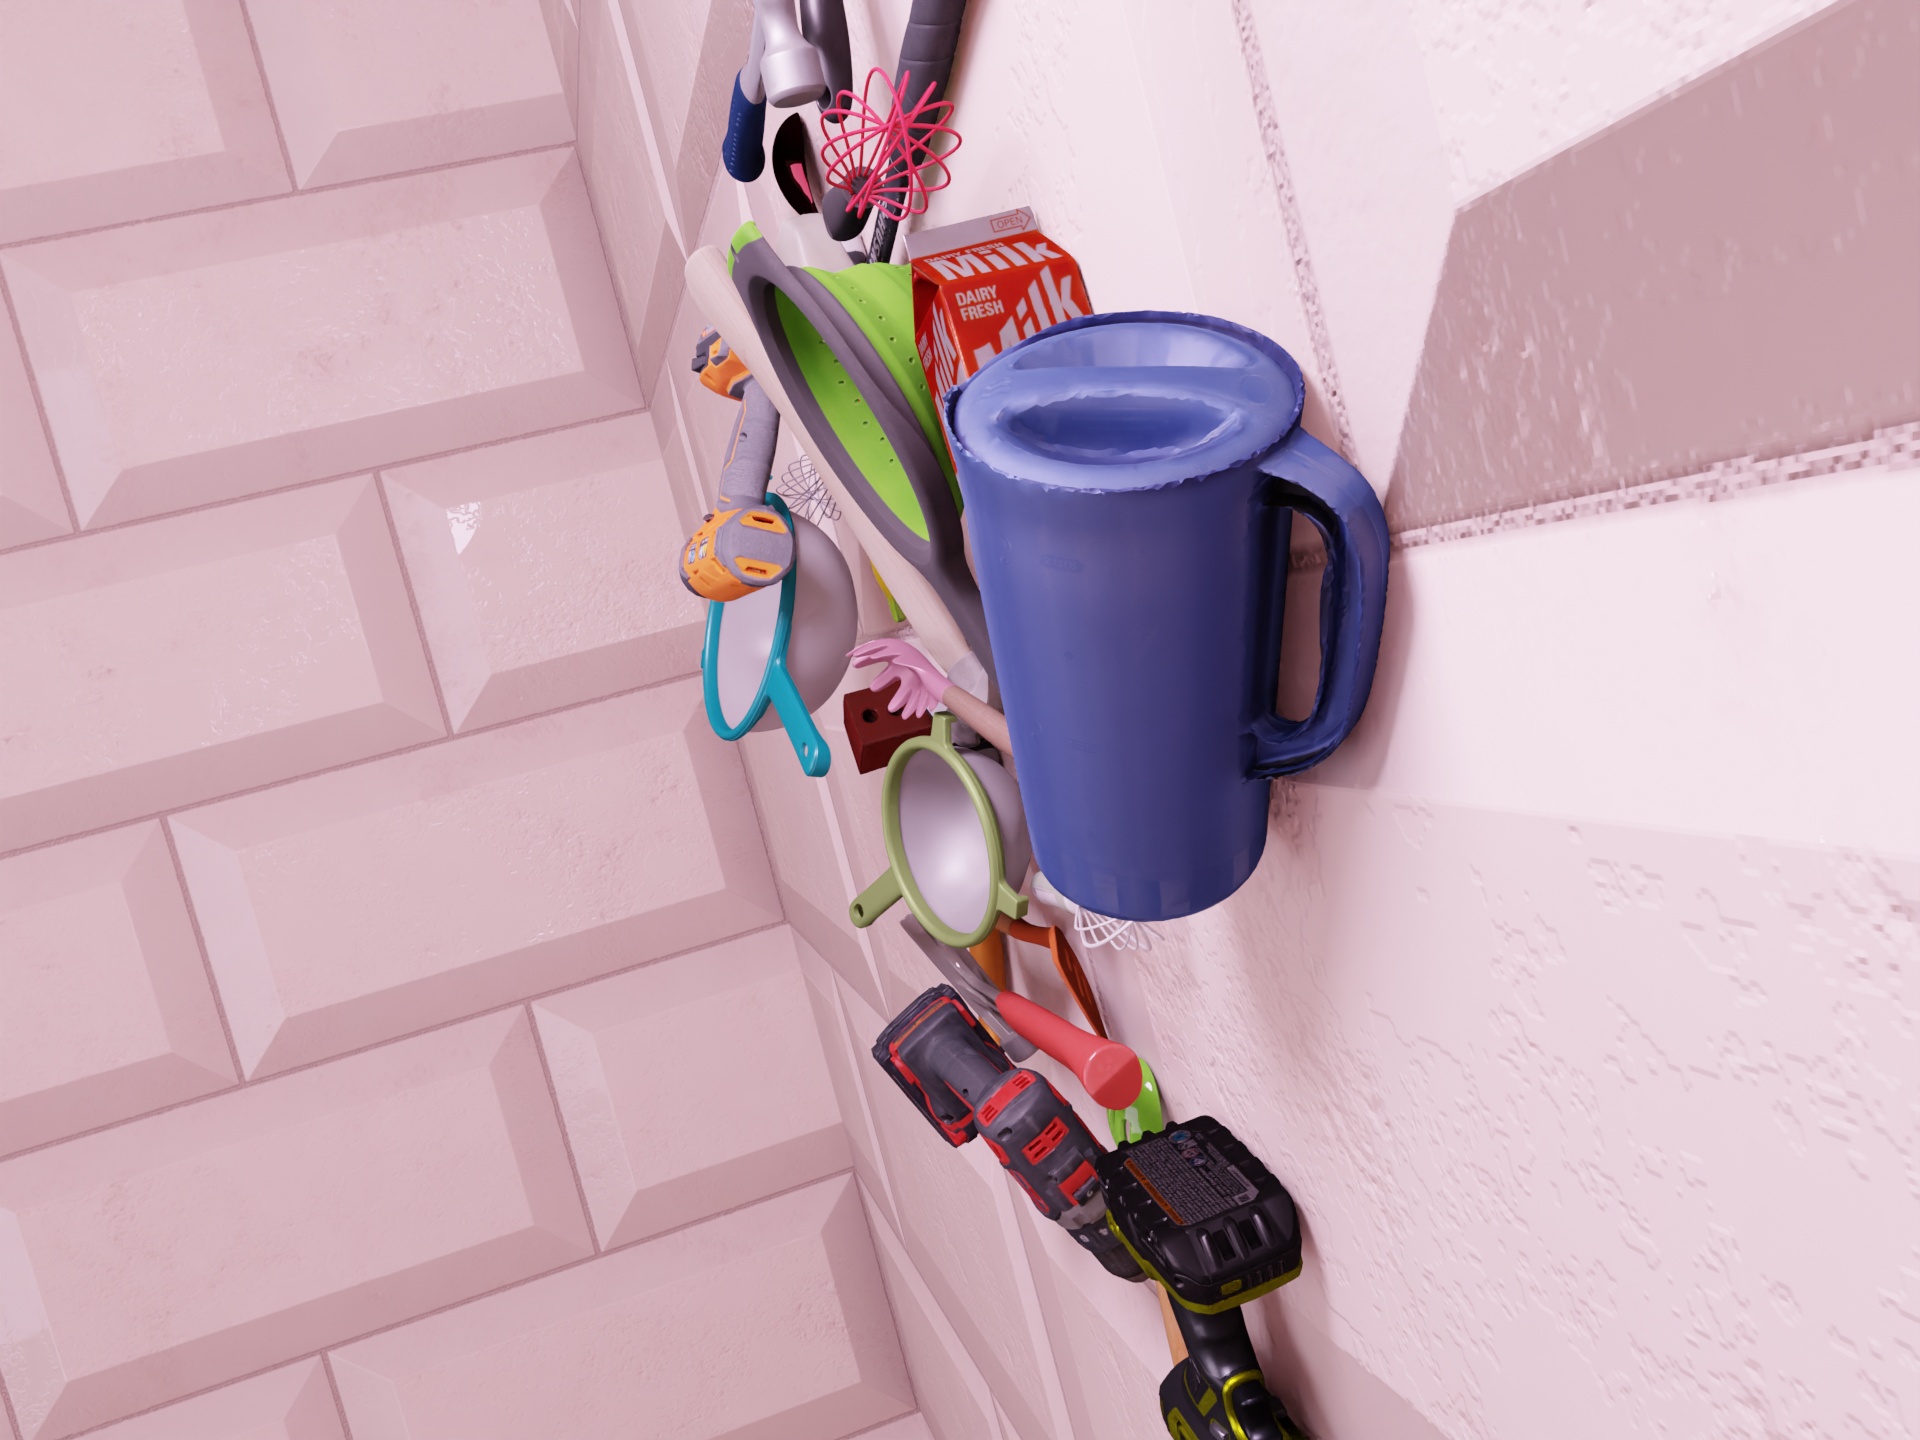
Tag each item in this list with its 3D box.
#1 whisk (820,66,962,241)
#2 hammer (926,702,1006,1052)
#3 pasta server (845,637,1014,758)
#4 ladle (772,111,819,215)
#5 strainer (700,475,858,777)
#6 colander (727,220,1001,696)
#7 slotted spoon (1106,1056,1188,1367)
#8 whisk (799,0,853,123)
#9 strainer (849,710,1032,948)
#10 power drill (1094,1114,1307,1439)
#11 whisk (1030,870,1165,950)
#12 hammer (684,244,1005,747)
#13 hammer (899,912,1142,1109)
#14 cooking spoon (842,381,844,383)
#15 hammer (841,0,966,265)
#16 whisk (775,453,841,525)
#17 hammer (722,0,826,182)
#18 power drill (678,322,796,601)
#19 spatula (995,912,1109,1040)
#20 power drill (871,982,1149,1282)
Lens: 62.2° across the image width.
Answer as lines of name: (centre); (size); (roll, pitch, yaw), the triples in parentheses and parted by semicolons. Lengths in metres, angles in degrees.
whisk: (-0.051, -0.299, 0.879); (0.296, 0.073, 0.073); (-141, 37, -76)
hammer: (0.011, 0.135, 1.290); (0.127, 0.034, 0.336); (-127, 25, -55)
pasta server: (-0.002, -0.003, 0.988); (0.060, 0.040, 0.316); (53, 173, -24)
ladle: (-0.087, -0.325, 1.191); (0.069, 0.031, 0.316); (108, 142, -66)
strainer: (-0.123, -0.049, 1.297); (0.211, 0.095, 0.341); (-69, 29, 24)
colander: (0.011, -0.124, 0.923); (0.397, 0.094, 0.204); (58, 171, -10)
slotted spoon: (0.138, 0.368, 1.058); (0.070, 0.031, 0.313); (-144, 39, -69)
whisk: (-0.092, -0.476, 0.941); (0.055, 0.055, 0.239); (-159, 60, -74)
strainer: (-0.012, 0.101, 1.165); (0.256, 0.069, 0.152); (-46, 62, 56)
power drill: (0.154, 0.353, 0.869); (0.191, 0.080, 0.228); (-147, 41, -71)
whisk: (0.076, 0.109, 0.975); (0.058, 0.059, 0.246); (47, 172, -4)
hammer: (-0.081, -0.175, 1.120); (0.411, 0.038, 0.146); (57, 162, 12)
hammer: (0.044, 0.203, 1.105); (0.149, 0.037, 0.359); (51, 170, -6)
cooking spoon: (-0.096, -0.262, 1.237); (0.319, 0.017, 0.068); (-143, 39, -82)
hammer: (-0.036, -0.328, 0.957); (0.409, 0.036, 0.149); (124, 128, -73)
whisk: (-0.098, -0.211, 1.307); (0.284, 0.070, 0.070); (164, 90, -73)
hammer: (-0.138, -0.433, 1.059); (0.405, 0.035, 0.144); (-149, 45, -79)
power drill: (-0.176, -0.206, 1.266); (0.164, 0.084, 0.226); (-9, 72, 63)
spatula: (0.023, 0.151, 1.166); (0.081, 0.041, 0.323); (60, 162, -23)
power drill: (0.044, 0.298, 1.143); (0.187, 0.080, 0.227); (54, 166, -24)
